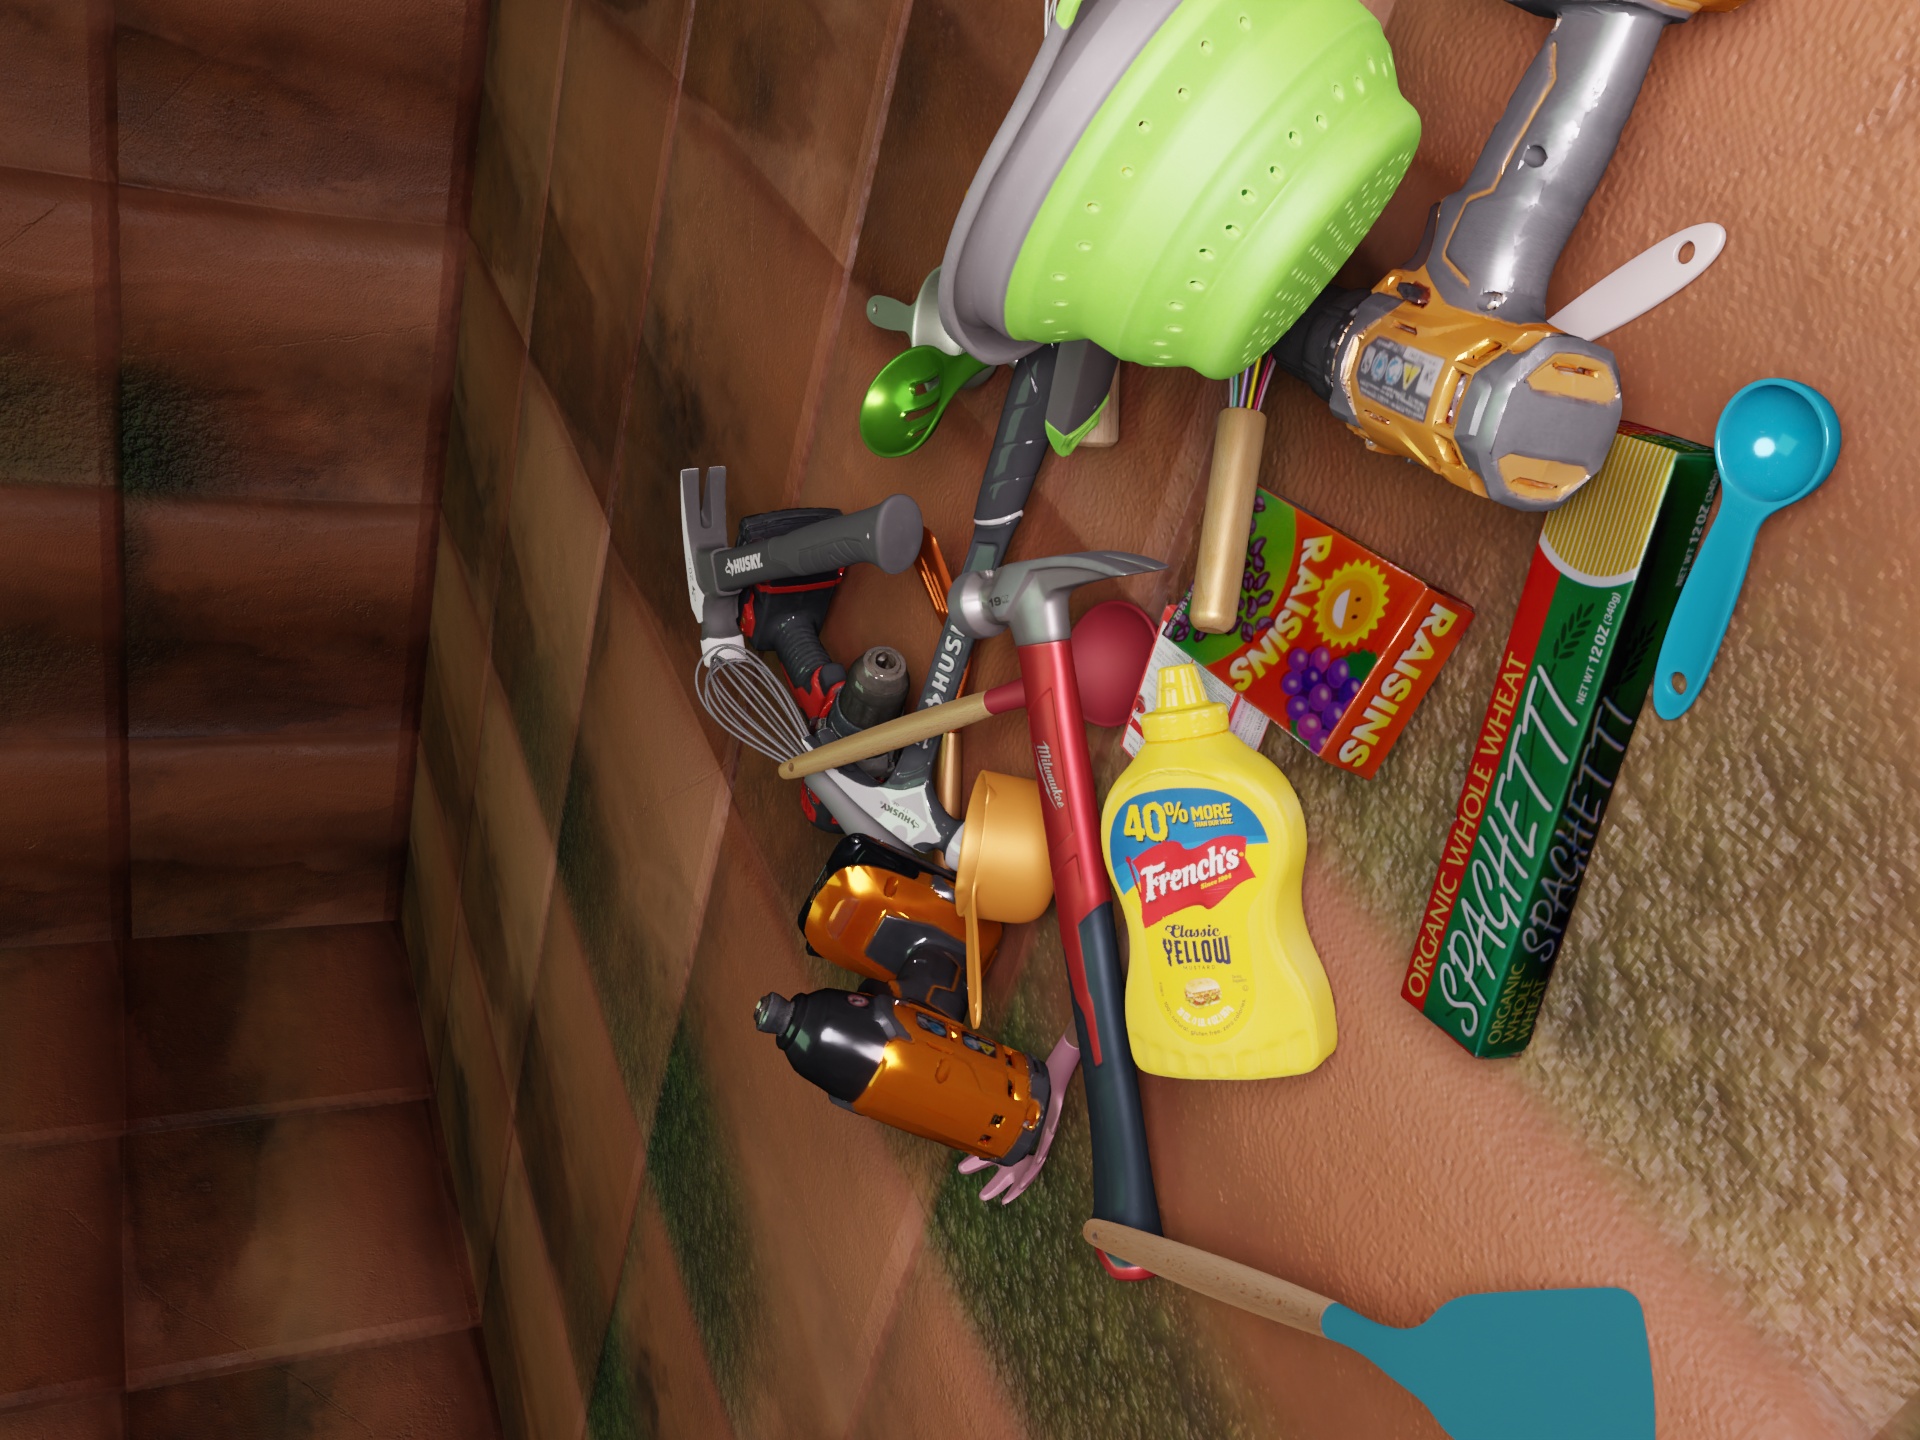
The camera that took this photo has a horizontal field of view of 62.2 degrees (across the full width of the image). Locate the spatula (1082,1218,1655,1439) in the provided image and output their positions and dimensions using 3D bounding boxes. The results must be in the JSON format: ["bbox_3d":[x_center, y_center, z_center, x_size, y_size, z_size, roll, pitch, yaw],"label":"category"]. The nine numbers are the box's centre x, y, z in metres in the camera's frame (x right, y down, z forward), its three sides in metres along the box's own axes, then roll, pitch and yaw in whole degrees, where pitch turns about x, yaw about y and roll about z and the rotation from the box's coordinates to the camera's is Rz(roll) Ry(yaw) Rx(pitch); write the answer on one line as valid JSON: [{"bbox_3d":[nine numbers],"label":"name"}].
[{"bbox_3d":[0.157,0.262,0.713,0.317,0.044,0.082,-6,86,59],"label":"spatula"}]

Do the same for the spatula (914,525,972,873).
[{"bbox_3d":[-0.016,0.031,1.061,0.081,0.041,0.322,-150,61,-72],"label":"spatula"}]

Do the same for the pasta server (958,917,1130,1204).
[{"bbox_3d":[0.070,0.166,0.904,0.060,0.040,0.316,47,132,29],"label":"pasta server"}]

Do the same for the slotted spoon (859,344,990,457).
[{"bbox_3d":[0.029,-0.205,0.860,0.314,0.031,0.070,-13,68,59],"label":"slotted spoon"}]

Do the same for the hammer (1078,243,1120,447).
[{"bbox_3d":[0.072,-0.311,0.833,0.031,0.130,0.331,-44,-41,-66],"label":"hammer"}]

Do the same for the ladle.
[{"bbox_3d":[-0.002,-0.003,0.946,0.315,0.031,0.069,-18,76,40],"label":"ladle"}]

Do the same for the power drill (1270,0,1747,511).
[{"bbox_3d":[0.193,-0.209,0.592,0.186,0.084,0.226,-127,46,-60],"label":"power drill"}]

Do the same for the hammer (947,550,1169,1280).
[{"bbox_3d":[0.076,0.106,0.833,0.143,0.038,0.386,-5,96,53],"label":"hammer"}]

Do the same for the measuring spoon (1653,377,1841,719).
[{"bbox_3d":[0.268,-0.056,0.546,0.042,0.021,0.128,-129,36,-47],"label":"measuring spoon"}]

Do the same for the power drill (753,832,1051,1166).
[{"bbox_3d":[-0.042,0.153,0.924,0.084,0.164,0.227,-61,15,16],"label":"power drill"}]

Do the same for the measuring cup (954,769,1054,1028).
[{"bbox_3d":[0.030,0.106,0.910,0.174,0.052,0.095,-90,12,-46],"label":"measuring cup"}]

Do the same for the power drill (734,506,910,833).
[{"bbox_3d":[-0.098,-0.052,1.162,0.187,0.080,0.227,113,142,-52],"label":"power drill"}]

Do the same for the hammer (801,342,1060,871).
[{"bbox_3d":[0.013,-0.107,0.960,0.149,0.036,0.408,28,115,21],"label":"hammer"}]

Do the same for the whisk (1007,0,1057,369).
[{"bbox_3d":[0.058,-0.316,0.906,0.059,0.058,0.246,-69,-7,-58],"label":"whisk"}]

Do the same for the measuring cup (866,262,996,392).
[{"bbox_3d":[-0.018,-0.265,1.060,0.168,0.038,0.083,-142,56,-58],"label":"measuring cup"}]

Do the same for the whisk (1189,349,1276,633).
[{"bbox_3d":[0.131,-0.160,0.719,0.047,0.051,0.245,1,79,48],"label":"whisk"}]

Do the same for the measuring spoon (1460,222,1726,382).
[{"bbox_3d":[0.232,-0.154,0.602,0.124,0.018,0.034,-31,64,59],"label":"measuring spoon"}]

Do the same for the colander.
[{"bbox_3d":[0.090,-0.171,0.638,0.094,0.204,0.397,41,170,7],"label":"colander"}]

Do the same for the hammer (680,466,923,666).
[{"bbox_3d":[-0.114,-0.116,1.060,0.335,0.035,0.146,-1,98,61],"label":"hammer"}]

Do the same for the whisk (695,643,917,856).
[{"bbox_3d":[-0.099,0.038,1.081,0.239,0.055,0.055,47,137,16],"label":"whisk"}]
